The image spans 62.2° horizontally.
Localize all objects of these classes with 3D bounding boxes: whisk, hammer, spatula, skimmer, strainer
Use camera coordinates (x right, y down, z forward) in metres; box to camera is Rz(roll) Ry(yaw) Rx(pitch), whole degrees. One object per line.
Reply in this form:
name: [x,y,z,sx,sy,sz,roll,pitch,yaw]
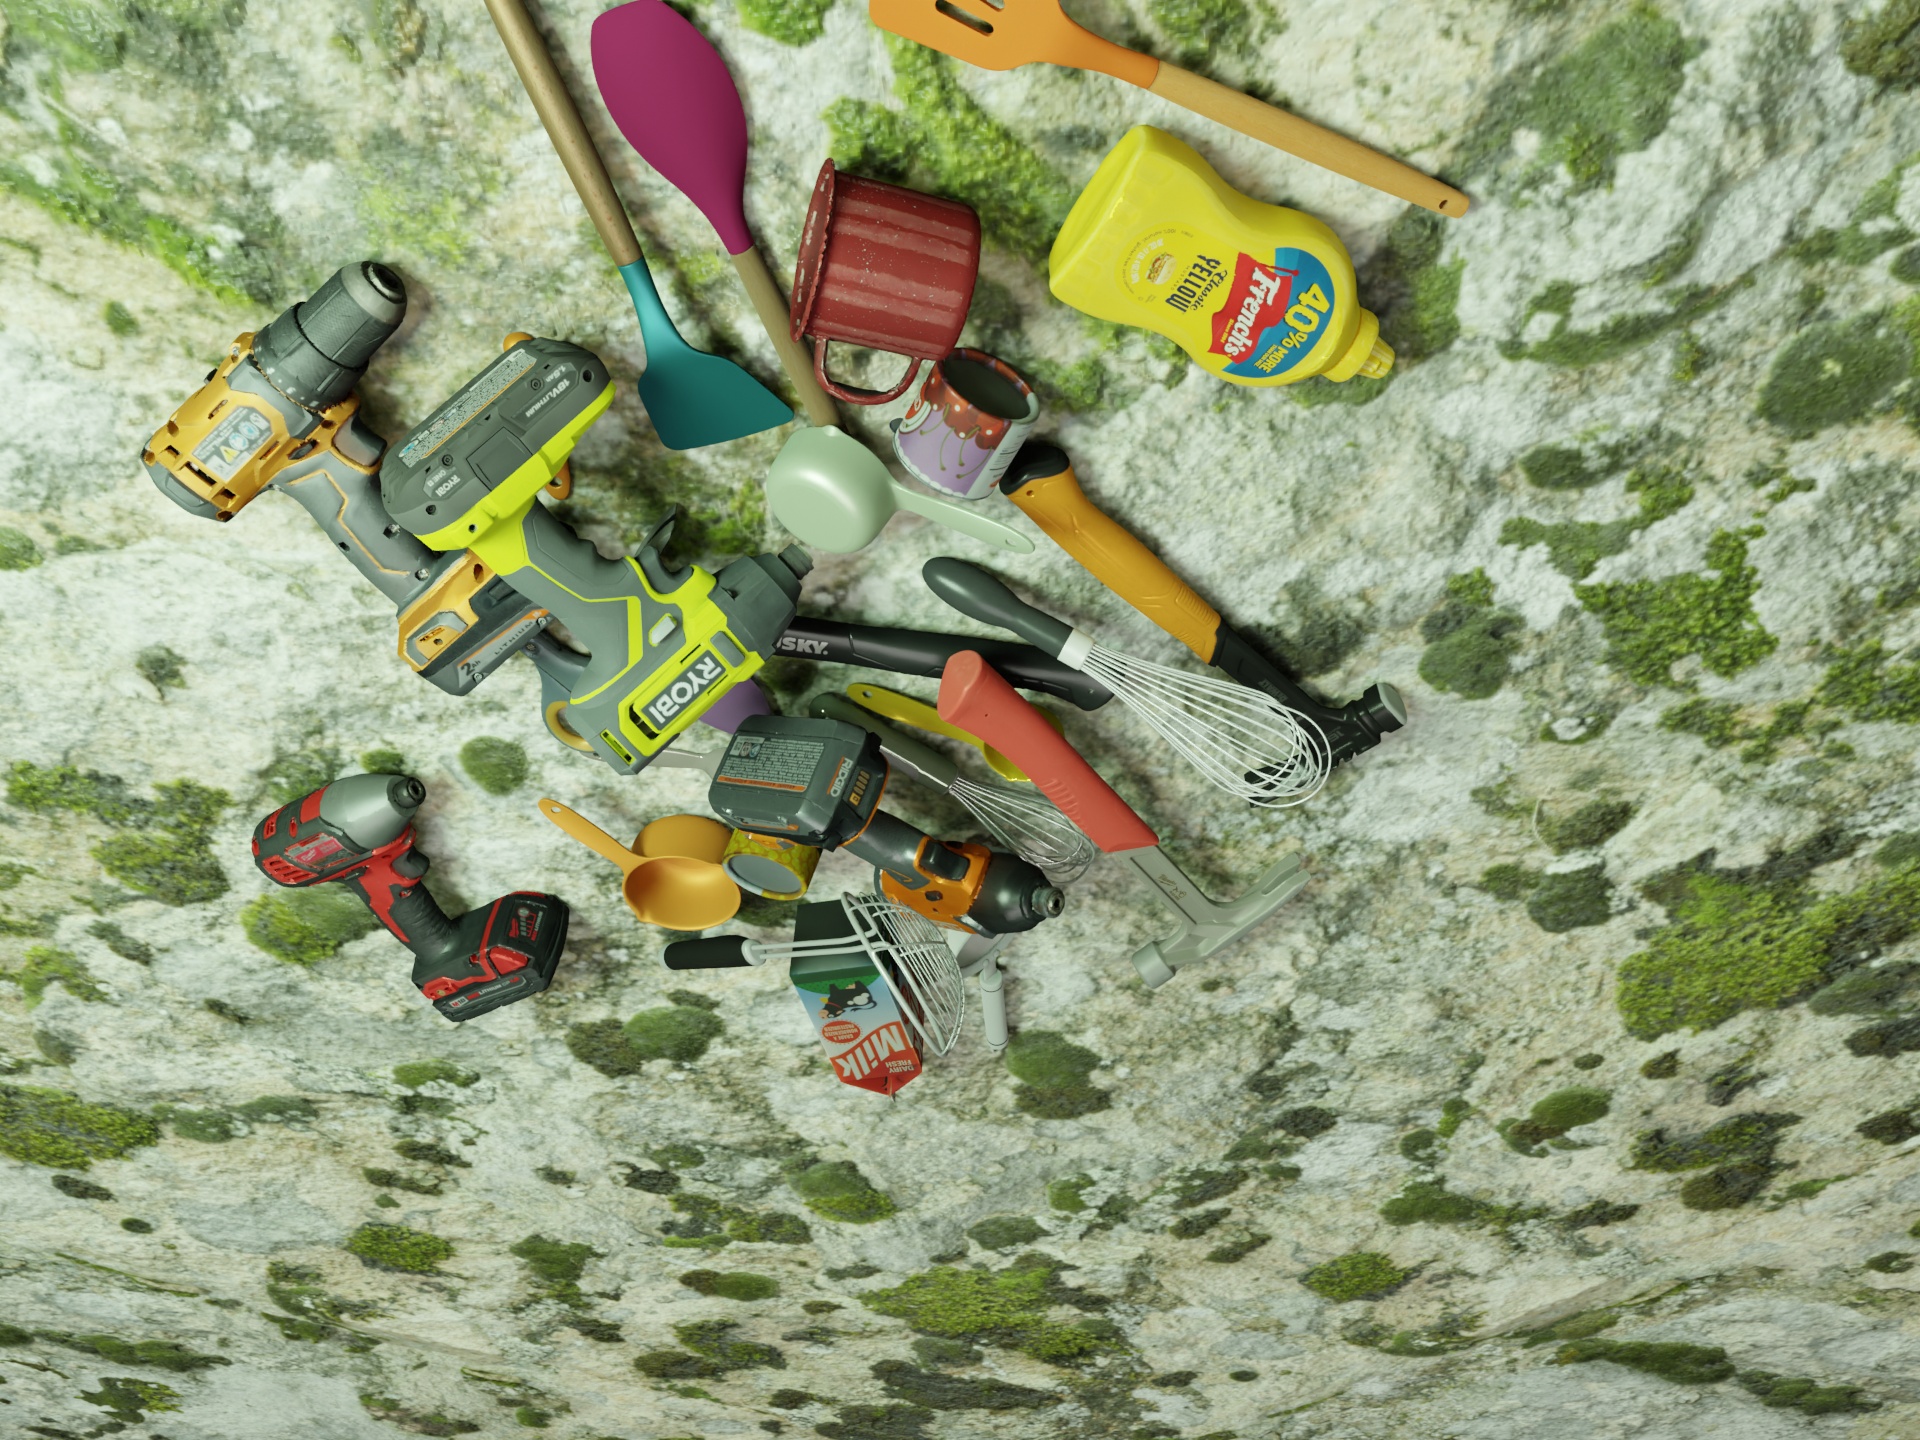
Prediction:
whisk: [-0.003,0.047,1.128,0.246,0.059,0.058,30,156,-21]
hammer: [0.142,-0.061,1.025,0.127,0.034,0.336,-35,125,29]
hammer: [-0.057,-0.052,1.032,0.334,0.035,0.146,7,129,-8]
hammer: [0.107,0.061,1.100,0.149,0.037,0.358,-38,129,9]
spatula: [0.115,-0.314,0.783,0.322,0.041,0.081,15,134,-19]
whisk: [0.101,-0.028,0.996,0.284,0.070,0.070,29,132,4]
skimmer: [-0.130,0.184,1.146,0.363,0.090,0.127,-12,118,46]
spatula: [-0.184,-0.269,0.834,0.082,0.044,0.317,-12,129,15]
spatula: [-0.112,0.039,1.140,0.060,0.018,0.315,-27,127,24]
strainer: [0.022,0.205,1.287,0.087,0.050,0.258,-37,146,-24]

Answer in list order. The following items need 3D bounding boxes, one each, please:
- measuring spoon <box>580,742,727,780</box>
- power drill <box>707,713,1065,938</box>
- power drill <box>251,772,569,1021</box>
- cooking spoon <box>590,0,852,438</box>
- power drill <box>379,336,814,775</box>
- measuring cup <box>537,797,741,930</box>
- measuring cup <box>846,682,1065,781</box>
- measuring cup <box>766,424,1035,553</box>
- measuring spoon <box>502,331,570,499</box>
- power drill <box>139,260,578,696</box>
measuring spoon: [-0.211,0.032,1.135,0.124,0.018,0.034,6,135,-4]
power drill: [-0.040,0.081,1.077,0.164,0.084,0.226,4,154,46]
power drill: [-0.404,0.125,1.196,0.143,0.079,0.219,-23,127,22]
cooking spoon: [-0.108,-0.235,0.866,0.069,0.017,0.318,-10,134,18]
power drill: [-0.197,-0.098,0.901,0.171,0.080,0.223,-43,124,-8]
measuring cup: [-0.234,0.088,1.169,0.095,0.052,0.173,-33,124,30]
measuring cup: [-0.002,-0.004,1.098,0.156,0.029,0.062,20,133,-1]
measuring cup: [-0.039,-0.116,0.921,0.168,0.038,0.083,22,149,19]
measuring spoon: [-0.248,-0.175,0.934,0.021,0.011,0.116,-1,135,2]
power drill: [-0.326,-0.140,0.925,0.185,0.084,0.226,-36,119,20]
